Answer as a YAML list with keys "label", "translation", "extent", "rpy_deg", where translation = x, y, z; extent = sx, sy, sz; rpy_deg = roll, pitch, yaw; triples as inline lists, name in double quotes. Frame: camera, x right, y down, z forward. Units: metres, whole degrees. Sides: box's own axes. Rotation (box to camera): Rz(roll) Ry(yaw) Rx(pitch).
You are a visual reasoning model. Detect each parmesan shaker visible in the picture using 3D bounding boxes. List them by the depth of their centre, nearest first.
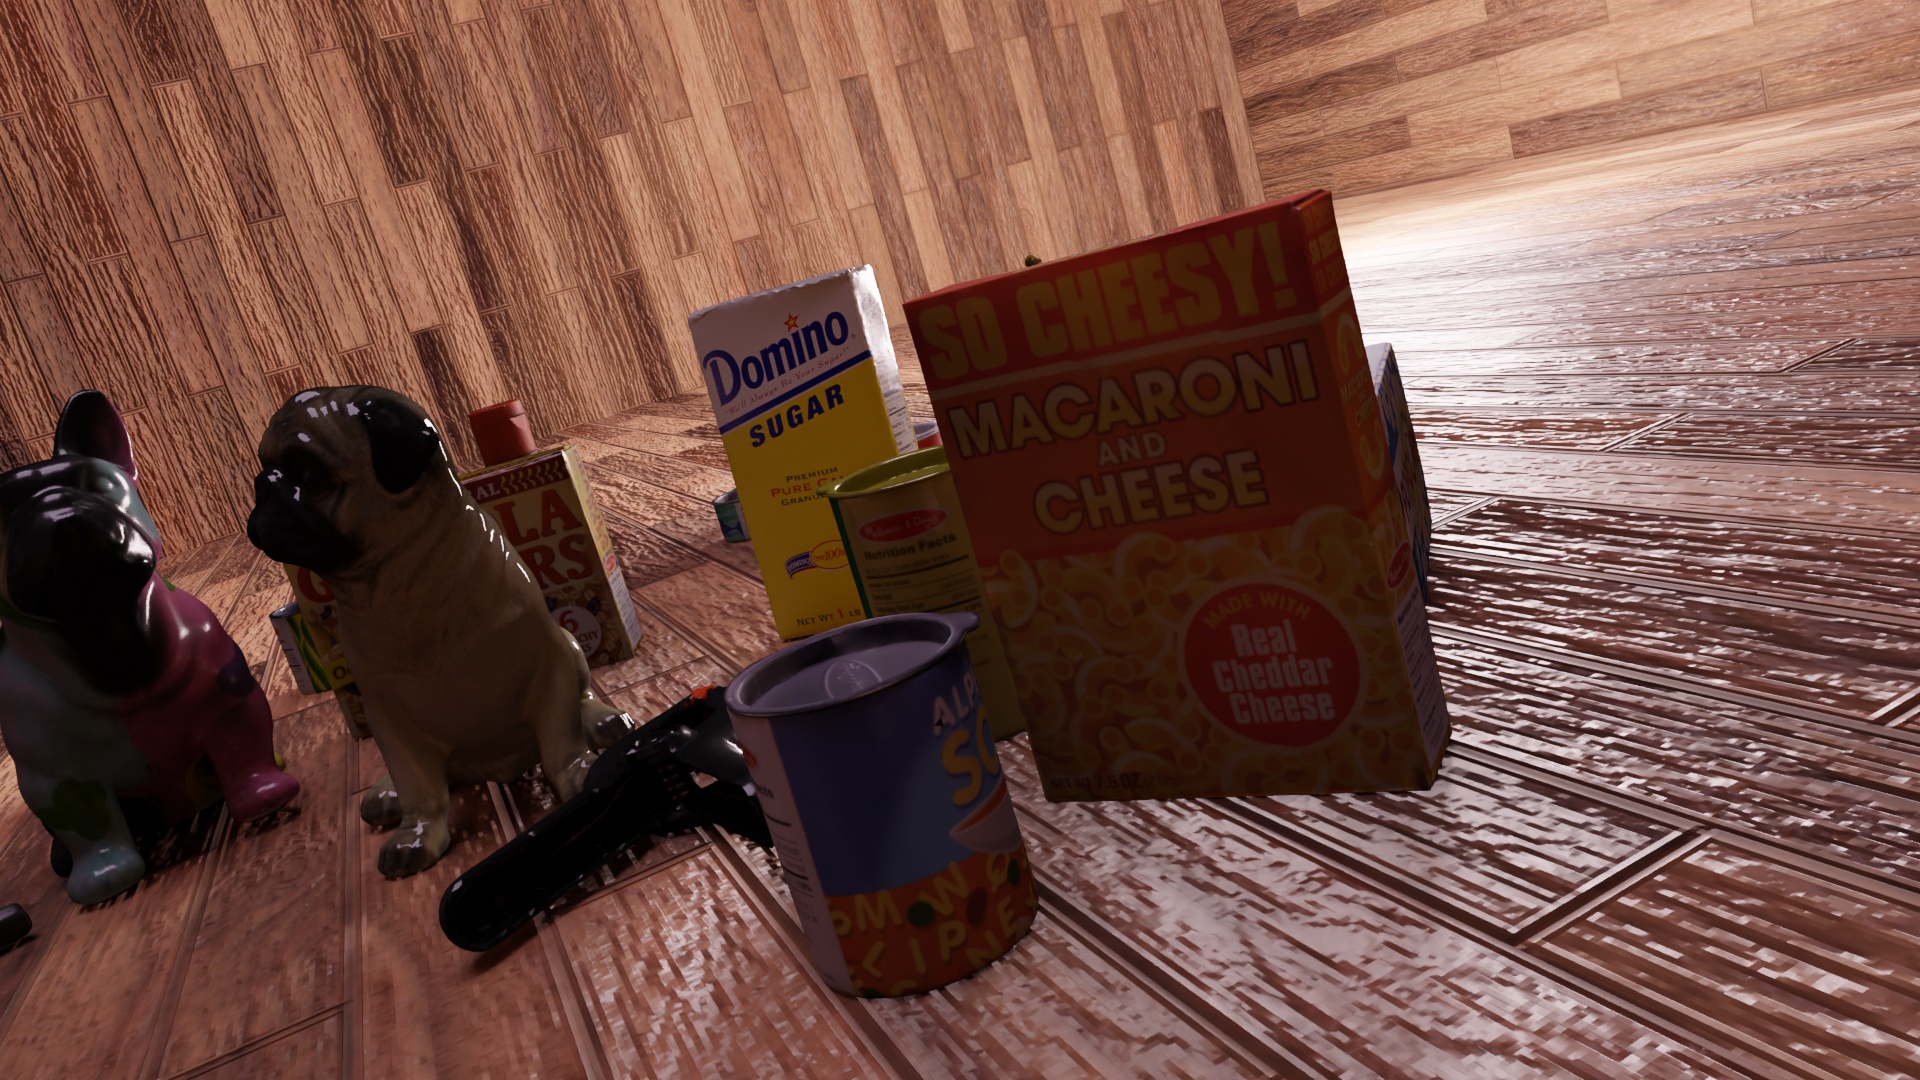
- label: "parmesan shaker"
  translation: [-0.007, 0.020, 0.528]
  extent: [0.071, 0.103, 0.071]
  rpy_deg: [-15, 12, 4]

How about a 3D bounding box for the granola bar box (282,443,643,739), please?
- label: "granola bar box"
  translation: [-0.279, 0.028, 0.781]
  extent: [0.166, 0.124, 0.039]
  rpy_deg: [-17, 12, -2]

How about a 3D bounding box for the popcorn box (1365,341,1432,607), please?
- label: "popcorn box"
  translation: [0.160, -0.025, 0.555]
  extent: [0.038, 0.085, 0.127]
  rpy_deg: [-11, 14, 23]

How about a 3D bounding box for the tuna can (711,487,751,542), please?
- label: "tuna can"
  translation: [-0.153, -0.024, 1.053]
  extent: [0.071, 0.032, 0.071]
  rpy_deg: [-15, 13, 4]

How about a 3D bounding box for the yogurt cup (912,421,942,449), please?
- label: "yogurt cup"
  translation: [-0.039, -0.047, 0.961]
  extent: [0.072, 0.053, 0.072]
  rpy_deg: [-15, 13, 4]

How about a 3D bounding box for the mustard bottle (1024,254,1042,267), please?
- label: "mustard bottle"
  translation: [0.057, -0.052, 0.626]
  extent: [0.049, 0.160, 0.065]
  rpy_deg: [-15, 12, 5]

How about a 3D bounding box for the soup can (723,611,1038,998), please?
- label: "soup can"
  translation: [-0.017, 0.069, 0.378]
  extent: [0.071, 0.083, 0.071]
  rpy_deg: [-15, 13, 4]

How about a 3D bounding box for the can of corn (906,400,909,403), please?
- label: "can of corn"
  translation: [-0.067, -0.075, 1.102]
  extent: [0.071, 0.058, 0.071]
  rpy_deg: [-15, 13, 4]

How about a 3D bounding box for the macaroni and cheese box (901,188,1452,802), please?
- label: "macaroni and cheese box"
  translation: [0.064, -0.007, 0.412]
  extent: [0.123, 0.166, 0.040]
  rpy_deg: [-9, 14, 31]

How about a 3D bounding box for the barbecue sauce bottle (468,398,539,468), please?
- label: "barbecue sauce bottle"
  translation: [-0.301, -0.023, 0.970]
  extent: [0.043, 0.148, 0.065]
  rpy_deg: [-11, 13, 21]

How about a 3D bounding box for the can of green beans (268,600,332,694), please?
- label: "can of green beans"
  translation: [-0.430, 0.066, 0.953]
  extent: [0.071, 0.057, 0.071]
  rpy_deg: [-15, 13, 4]
